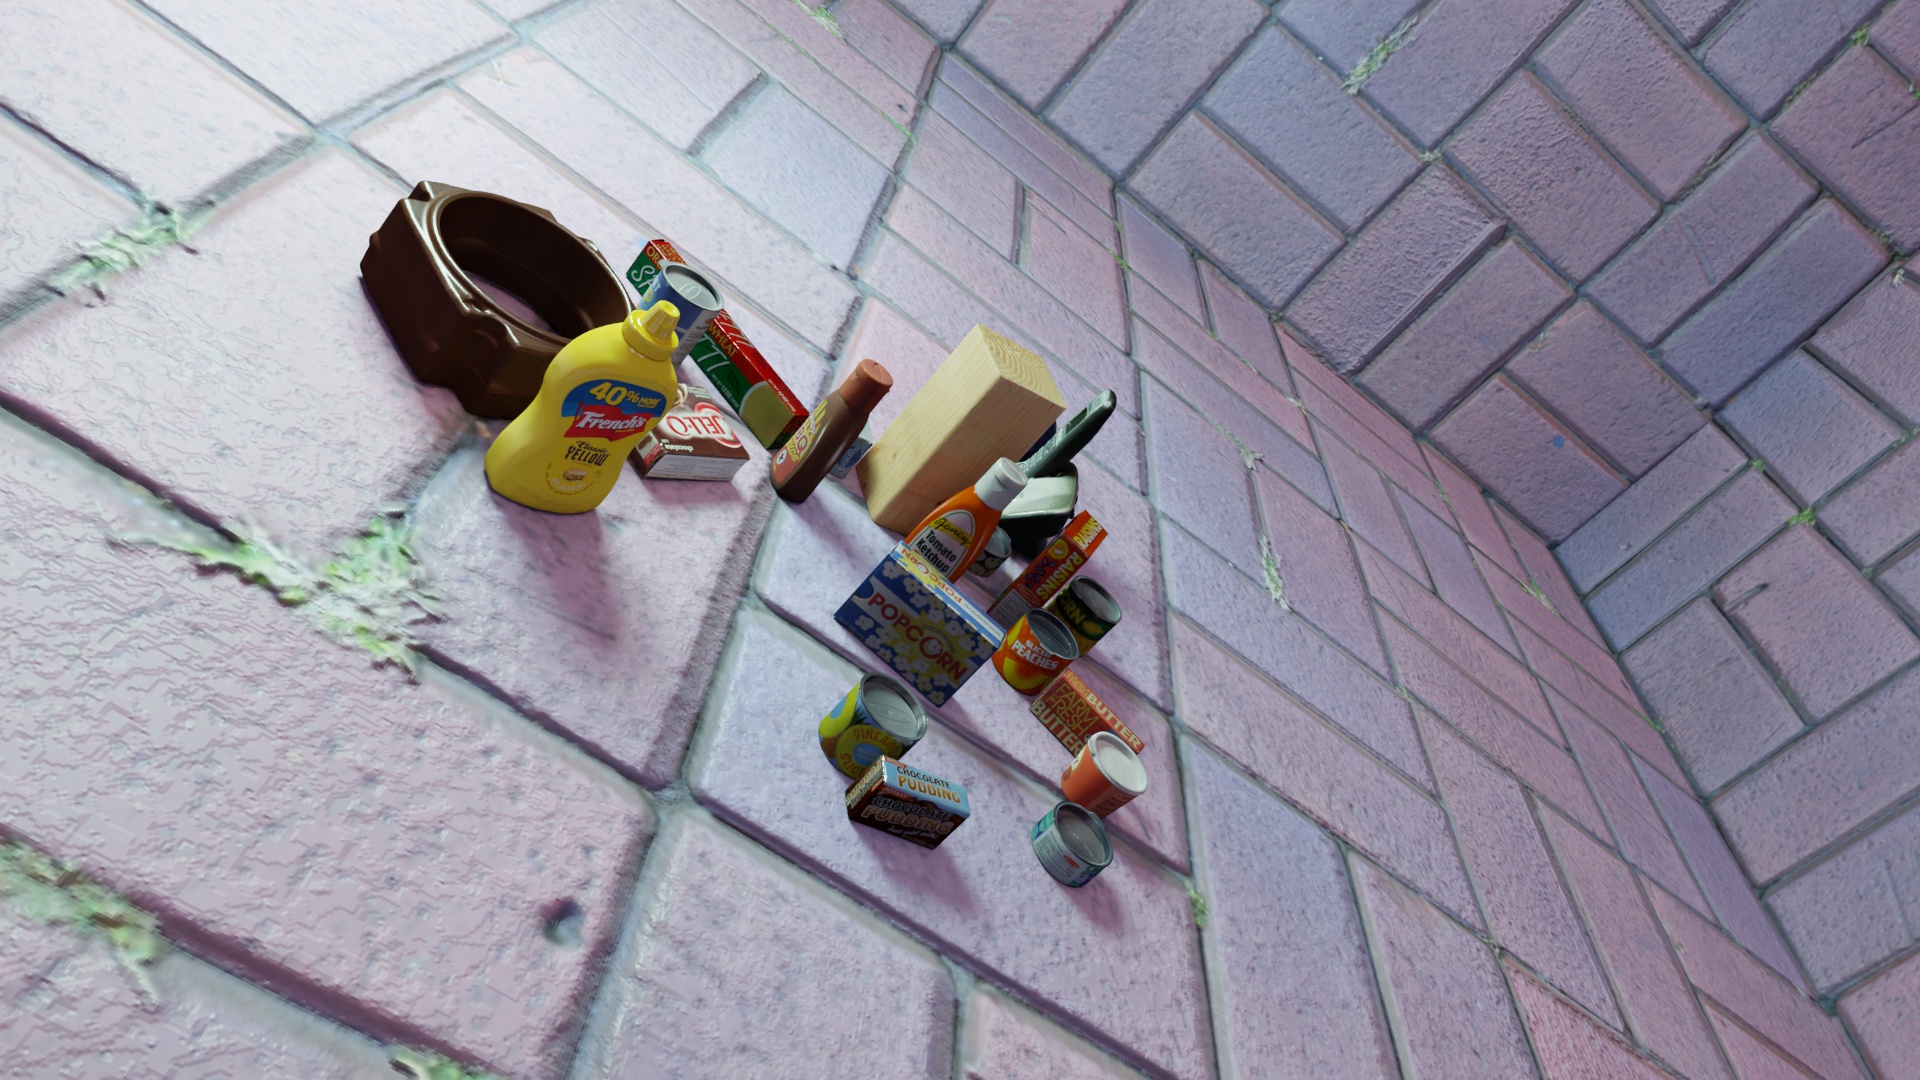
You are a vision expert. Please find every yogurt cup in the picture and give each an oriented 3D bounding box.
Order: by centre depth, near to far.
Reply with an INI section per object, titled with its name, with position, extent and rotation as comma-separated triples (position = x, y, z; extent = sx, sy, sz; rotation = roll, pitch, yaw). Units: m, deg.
[yogurt cup]
position = 0.128, 0.216, 1.258
extent = 0.072, 0.053, 0.073
rotation = 33, 27, -19

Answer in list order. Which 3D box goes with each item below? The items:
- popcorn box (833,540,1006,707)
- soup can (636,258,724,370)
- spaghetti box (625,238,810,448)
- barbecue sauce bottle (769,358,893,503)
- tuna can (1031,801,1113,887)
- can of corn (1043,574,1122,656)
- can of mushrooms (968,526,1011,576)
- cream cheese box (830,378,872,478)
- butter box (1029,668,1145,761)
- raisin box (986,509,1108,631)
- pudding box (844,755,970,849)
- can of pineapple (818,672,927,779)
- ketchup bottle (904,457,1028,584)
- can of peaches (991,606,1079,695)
[popcorn box]
position = -0.035, 0.073, 1.211
extent = 0.126, 0.085, 0.038
rotation = 41, 25, -4
[soup can]
position = -0.275, -0.211, 1.308
extent = 0.071, 0.083, 0.072
rotation = 33, 27, -19
[spaghetti box]
position = -0.242, -0.196, 1.370
extent = 0.250, 0.050, 0.029
rotation = 50, 26, 15
[barbecue sauce bottle]
position = -0.119, -0.104, 1.290
extent = 0.043, 0.148, 0.065
rotation = 28, 29, -28
[tuna can]
position = 0.095, 0.256, 1.174
extent = 0.071, 0.032, 0.071
rotation = 33, 27, -19
[can of corn]
position = 0.124, 0.079, 1.459
extent = 0.071, 0.058, 0.071
rotation = 33, 27, -19
[can of mushrooms]
position = 0.020, 0.004, 1.455
extent = 0.071, 0.033, 0.071
rotation = 33, 27, -19
[cream cheese box]
position = -0.118, -0.114, 1.417
extent = 0.024, 0.053, 0.104
rotation = 28, 29, -29
[butter box]
position = 0.119, 0.175, 1.309
extent = 0.103, 0.053, 0.024
rotation = 46, 25, 6
[raisin box]
position = 0.088, 0.032, 1.404
extent = 0.040, 0.123, 0.086
rotation = 44, 25, 2
[pudding box]
position = -0.039, 0.198, 1.052
extent = 0.083, 0.049, 0.030
rotation = 27, 29, -29
[can of pineapple]
position = -0.069, 0.147, 1.081
extent = 0.071, 0.057, 0.071
rotation = 33, 27, -19
[ketchup bottle]
position = 0.005, -0.017, 1.331
extent = 0.065, 0.148, 0.044
rotation = 45, 25, 5
[can of peaches]
position = 0.071, 0.108, 1.339
extent = 0.071, 0.058, 0.071
rotation = 33, 27, -19
